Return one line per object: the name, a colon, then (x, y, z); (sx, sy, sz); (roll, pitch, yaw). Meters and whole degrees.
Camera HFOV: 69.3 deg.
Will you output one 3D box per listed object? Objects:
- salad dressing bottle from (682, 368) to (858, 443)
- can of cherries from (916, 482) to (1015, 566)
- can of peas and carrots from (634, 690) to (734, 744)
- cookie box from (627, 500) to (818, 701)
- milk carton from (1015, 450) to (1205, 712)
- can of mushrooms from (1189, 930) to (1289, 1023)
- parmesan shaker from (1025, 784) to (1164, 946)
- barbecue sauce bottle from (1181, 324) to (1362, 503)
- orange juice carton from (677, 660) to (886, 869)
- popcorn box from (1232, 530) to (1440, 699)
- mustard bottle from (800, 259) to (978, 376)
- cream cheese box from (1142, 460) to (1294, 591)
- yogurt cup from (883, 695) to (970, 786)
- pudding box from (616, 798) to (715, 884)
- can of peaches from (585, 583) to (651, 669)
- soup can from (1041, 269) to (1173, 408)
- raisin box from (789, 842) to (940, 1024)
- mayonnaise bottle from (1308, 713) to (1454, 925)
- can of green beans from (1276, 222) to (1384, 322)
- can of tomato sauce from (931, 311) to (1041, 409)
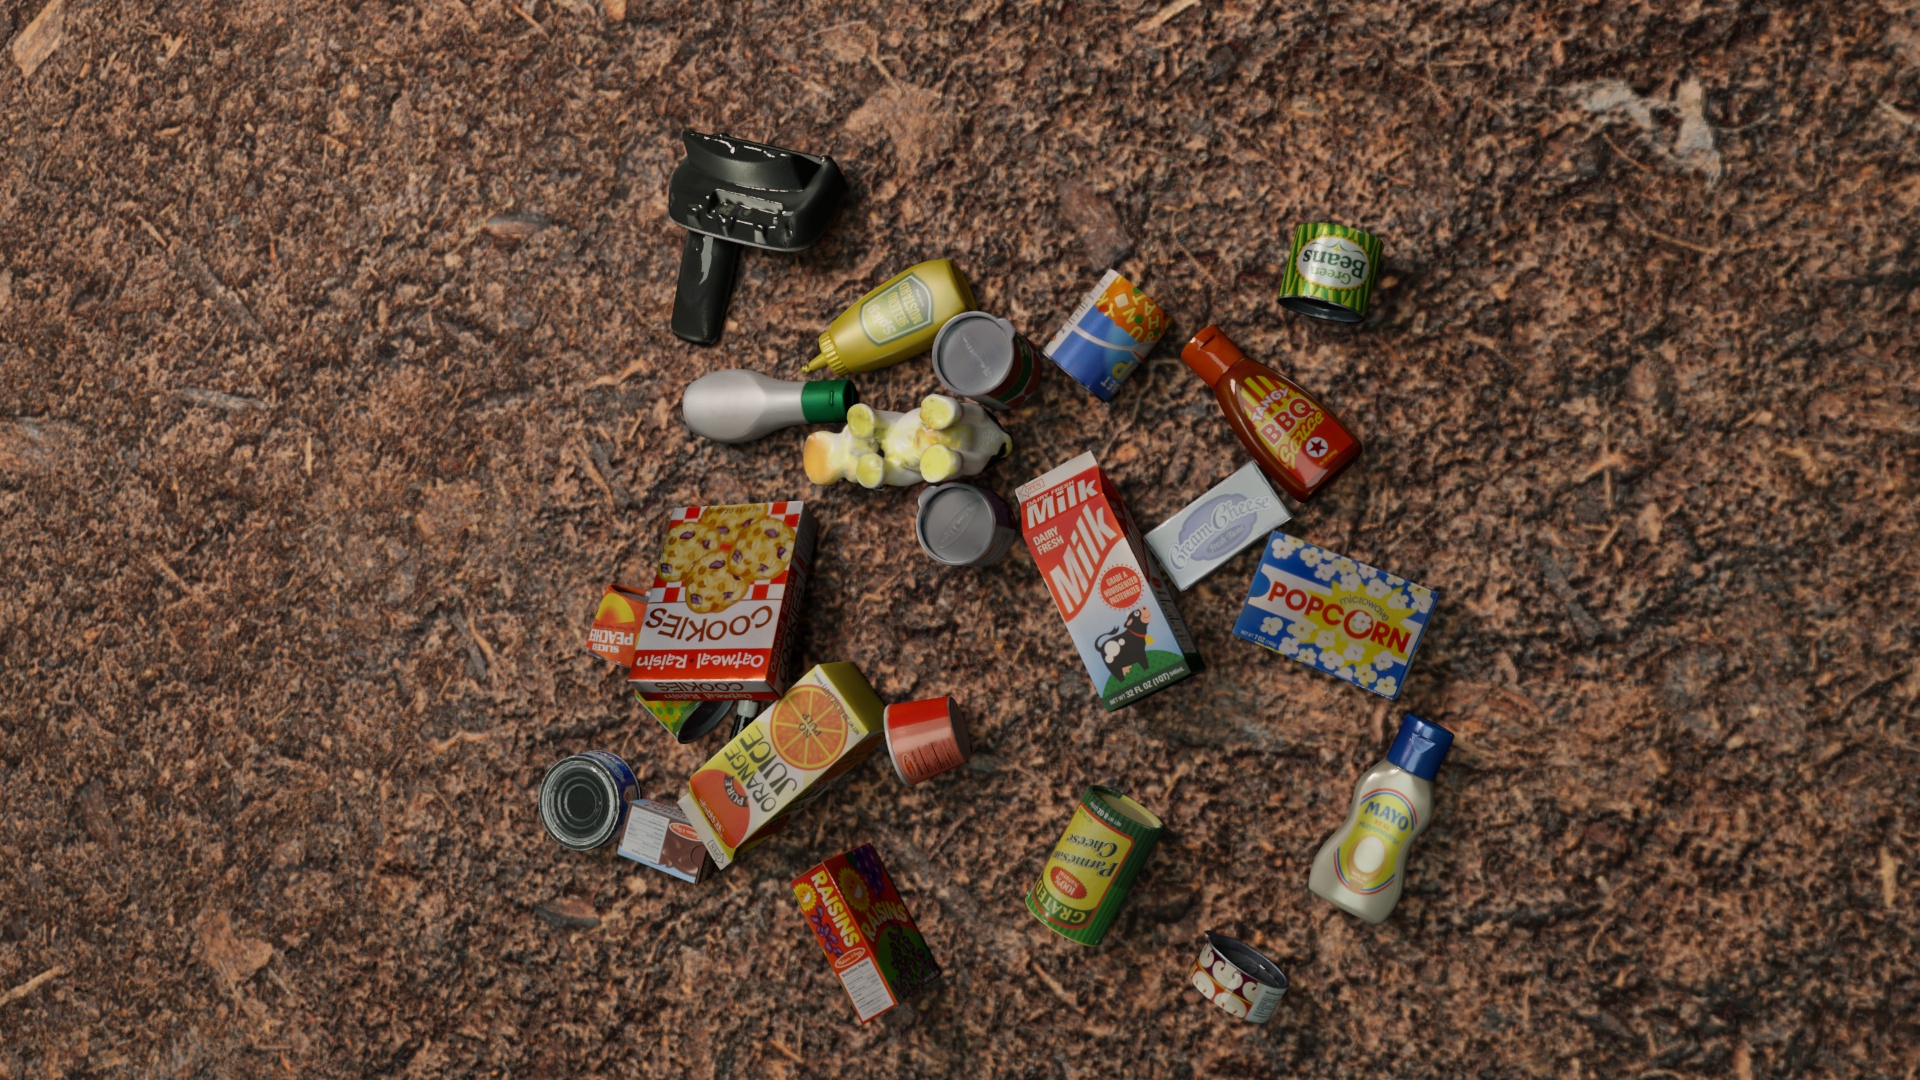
salad dressing bottle: (-0.162, -0.116, 1.185); (0.147, 0.044, 0.064); (-1, 87, 18)
can of cherries: (0.004, -0.014, 1.114); (0.071, 0.058, 0.071); (-1, 87, 20)
can of peas and carrots: (-0.232, 0.128, 1.182); (0.059, 0.071, 0.071); (41, 100, 17)
cookie box: (-0.194, 0.050, 1.150); (0.123, 0.040, 0.168); (-2, 58, 17)
milk carton: (0.110, 0.029, 1.067); (0.072, 0.073, 0.191); (-27, 78, 16)
can of mushrooms: (0.203, 0.321, 1.022); (0.071, 0.071, 0.033); (29, 98, 18)
parmesan shaker: (0.100, 0.246, 1.062); (0.071, 0.071, 0.103); (29, 96, 18)
barbecue sauce bottle: (0.230, -0.100, 1.049); (0.065, 0.043, 0.149); (-40, 74, -4)
orange juice carton: (-0.150, 0.187, 1.147); (0.192, 0.073, 0.072); (-42, 76, 13)
popcorn box: (0.278, 0.054, 1.027); (0.127, 0.038, 0.085); (22, 95, 18)
mustard bottle: (-0.066, -0.174, 1.152); (0.160, 0.049, 0.065); (-26, 77, 15)
cream cheese box: (0.198, -0.010, 1.065); (0.103, 0.024, 0.053); (-36, 76, 14)
yogurt cup: (-0.025, 0.157, 1.112); (0.054, 0.072, 0.072); (-17, 82, 9)
pudding box: (-0.250, 0.259, 1.199); (0.084, 0.030, 0.049); (15, 91, 19)
can of peaches: (-0.284, 0.075, 1.200); (0.071, 0.071, 0.058); (22, 93, 19)
soup can: (0.117, -0.157, 1.081); (0.071, 0.071, 0.083); (43, 100, 16)
raisin box: (-0.076, 0.310, 1.107); (0.040, 0.086, 0.123); (-34, 77, 19)
mayonnaise bottle: (0.309, 0.199, 1.006); (0.065, 0.041, 0.148); (25, 96, 20)
can of green beans: (0.274, -0.198, 1.029); (0.071, 0.071, 0.058); (15, 92, 19)
can of tomato sauce: (0.024, -0.143, 1.102); (0.071, 0.083, 0.071); (-1, 87, 19)
